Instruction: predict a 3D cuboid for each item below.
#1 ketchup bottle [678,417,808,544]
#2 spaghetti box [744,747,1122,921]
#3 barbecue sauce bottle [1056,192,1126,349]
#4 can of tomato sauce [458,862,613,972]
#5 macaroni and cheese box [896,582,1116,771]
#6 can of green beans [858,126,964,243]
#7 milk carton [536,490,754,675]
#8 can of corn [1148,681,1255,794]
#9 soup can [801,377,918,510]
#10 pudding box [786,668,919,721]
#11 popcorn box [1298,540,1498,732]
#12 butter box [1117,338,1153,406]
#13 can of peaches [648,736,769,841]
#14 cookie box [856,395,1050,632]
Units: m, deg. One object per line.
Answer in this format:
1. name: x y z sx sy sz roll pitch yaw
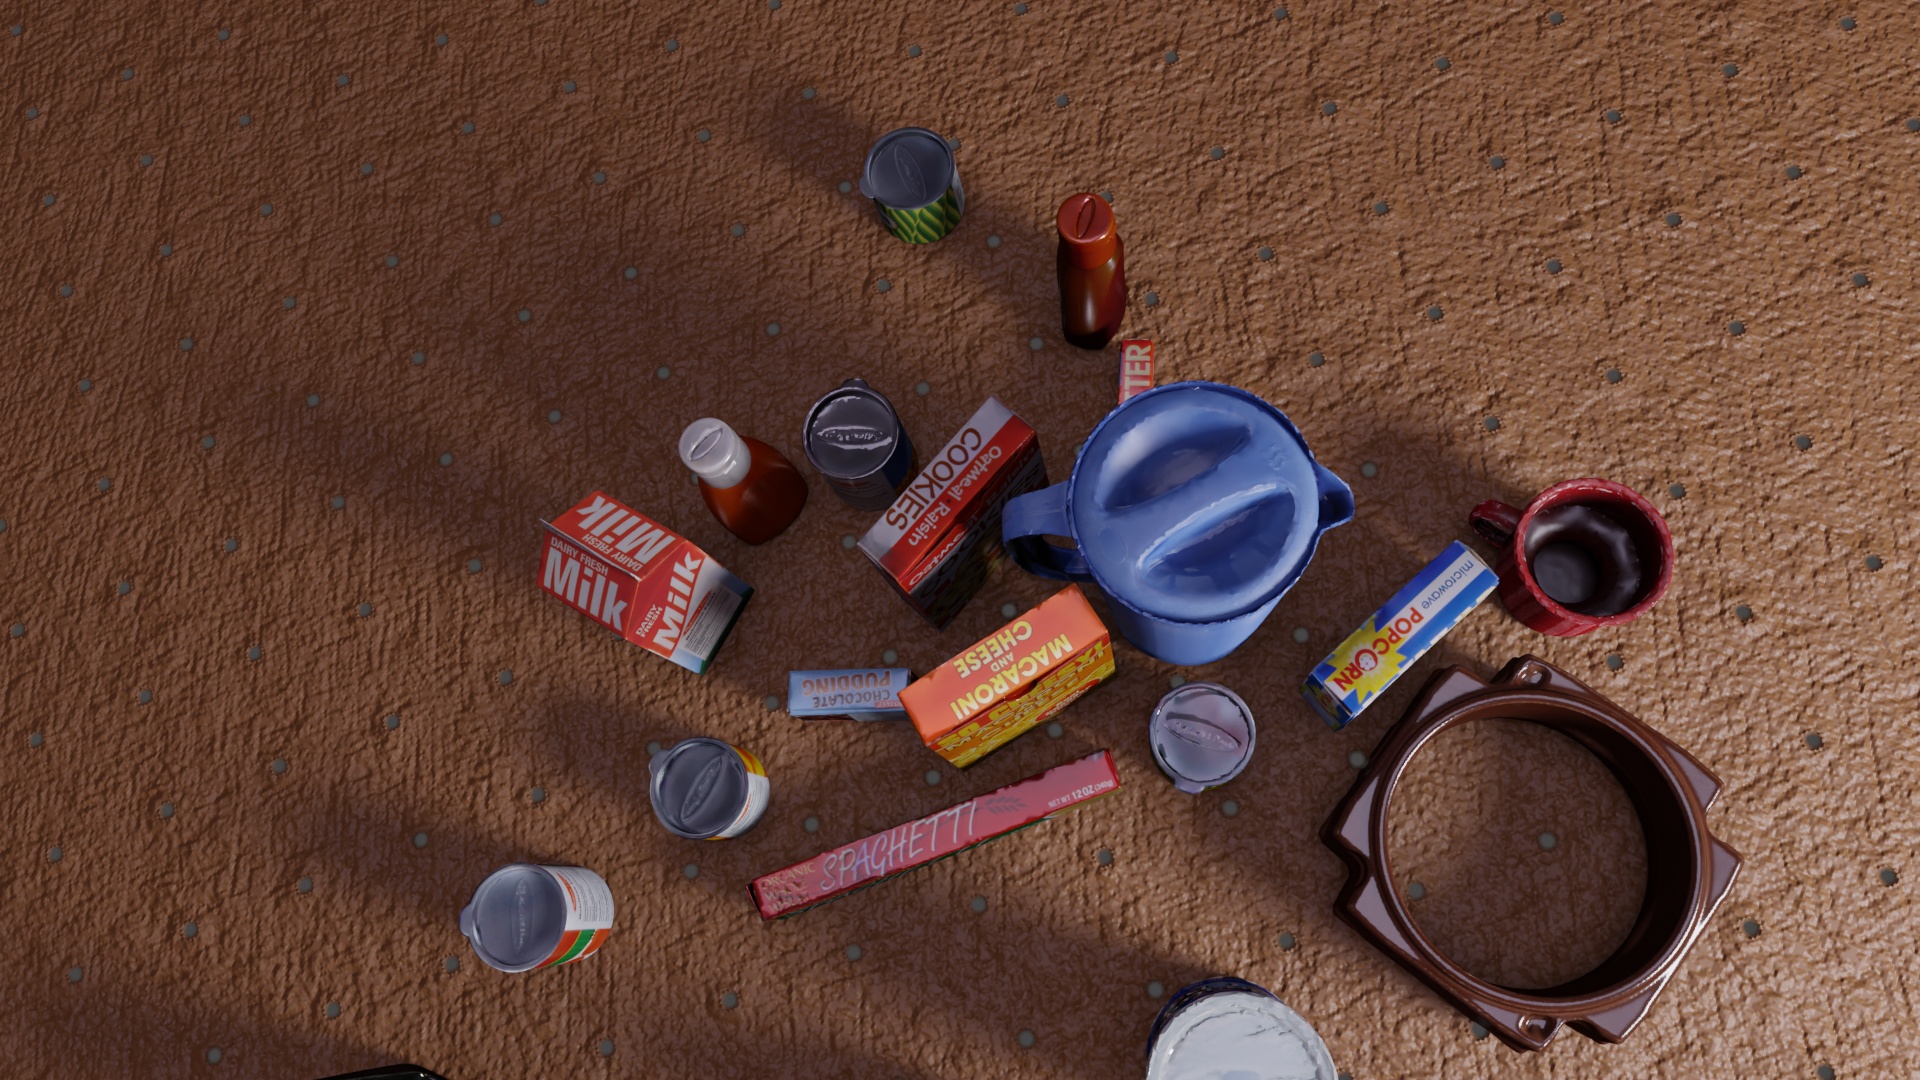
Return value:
1. ketchup bottle: -0.147 -0.042 0.931 0.043 0.148 0.065 43 85 15
2. spaghetti box: -0.015 0.192 0.904 0.250 0.050 0.029 -21 74 2
3. barbecue sauce bottle: 0.088 -0.184 0.936 0.044 0.148 0.065 16 79 11
4. can of tomato sauce: -0.274 0.246 0.907 0.071 0.083 0.071 -2 76 7
5. macaroni and cheese box: 0.035 0.090 0.863 0.124 0.166 0.040 -32 74 -1
6. can of green beans: -0.033 -0.259 1.019 0.071 0.057 0.071 -2 76 7
7. milk carton: -0.206 0.027 0.899 0.072 0.190 0.073 28 81 13
8. can of corn: 0.153 0.130 0.893 0.071 0.058 0.071 -2 76 7
9. soup can: -0.067 -0.065 0.960 0.071 0.083 0.071 -2 76 7
10. pudding box: -0.071 0.105 0.934 0.084 0.049 0.030 -2 76 7
11. popcorn box: 0.276 0.062 0.881 0.127 0.085 0.038 -41 75 -4
12. butter box: 0.120 -0.082 0.955 0.024 0.053 0.103 1 76 8
13. can of peaches: -0.168 0.165 0.927 0.071 0.058 0.071 -2 76 7
14. cookie box: 0.003 -0.011 0.893 0.040 0.167 0.123 40 84 15
